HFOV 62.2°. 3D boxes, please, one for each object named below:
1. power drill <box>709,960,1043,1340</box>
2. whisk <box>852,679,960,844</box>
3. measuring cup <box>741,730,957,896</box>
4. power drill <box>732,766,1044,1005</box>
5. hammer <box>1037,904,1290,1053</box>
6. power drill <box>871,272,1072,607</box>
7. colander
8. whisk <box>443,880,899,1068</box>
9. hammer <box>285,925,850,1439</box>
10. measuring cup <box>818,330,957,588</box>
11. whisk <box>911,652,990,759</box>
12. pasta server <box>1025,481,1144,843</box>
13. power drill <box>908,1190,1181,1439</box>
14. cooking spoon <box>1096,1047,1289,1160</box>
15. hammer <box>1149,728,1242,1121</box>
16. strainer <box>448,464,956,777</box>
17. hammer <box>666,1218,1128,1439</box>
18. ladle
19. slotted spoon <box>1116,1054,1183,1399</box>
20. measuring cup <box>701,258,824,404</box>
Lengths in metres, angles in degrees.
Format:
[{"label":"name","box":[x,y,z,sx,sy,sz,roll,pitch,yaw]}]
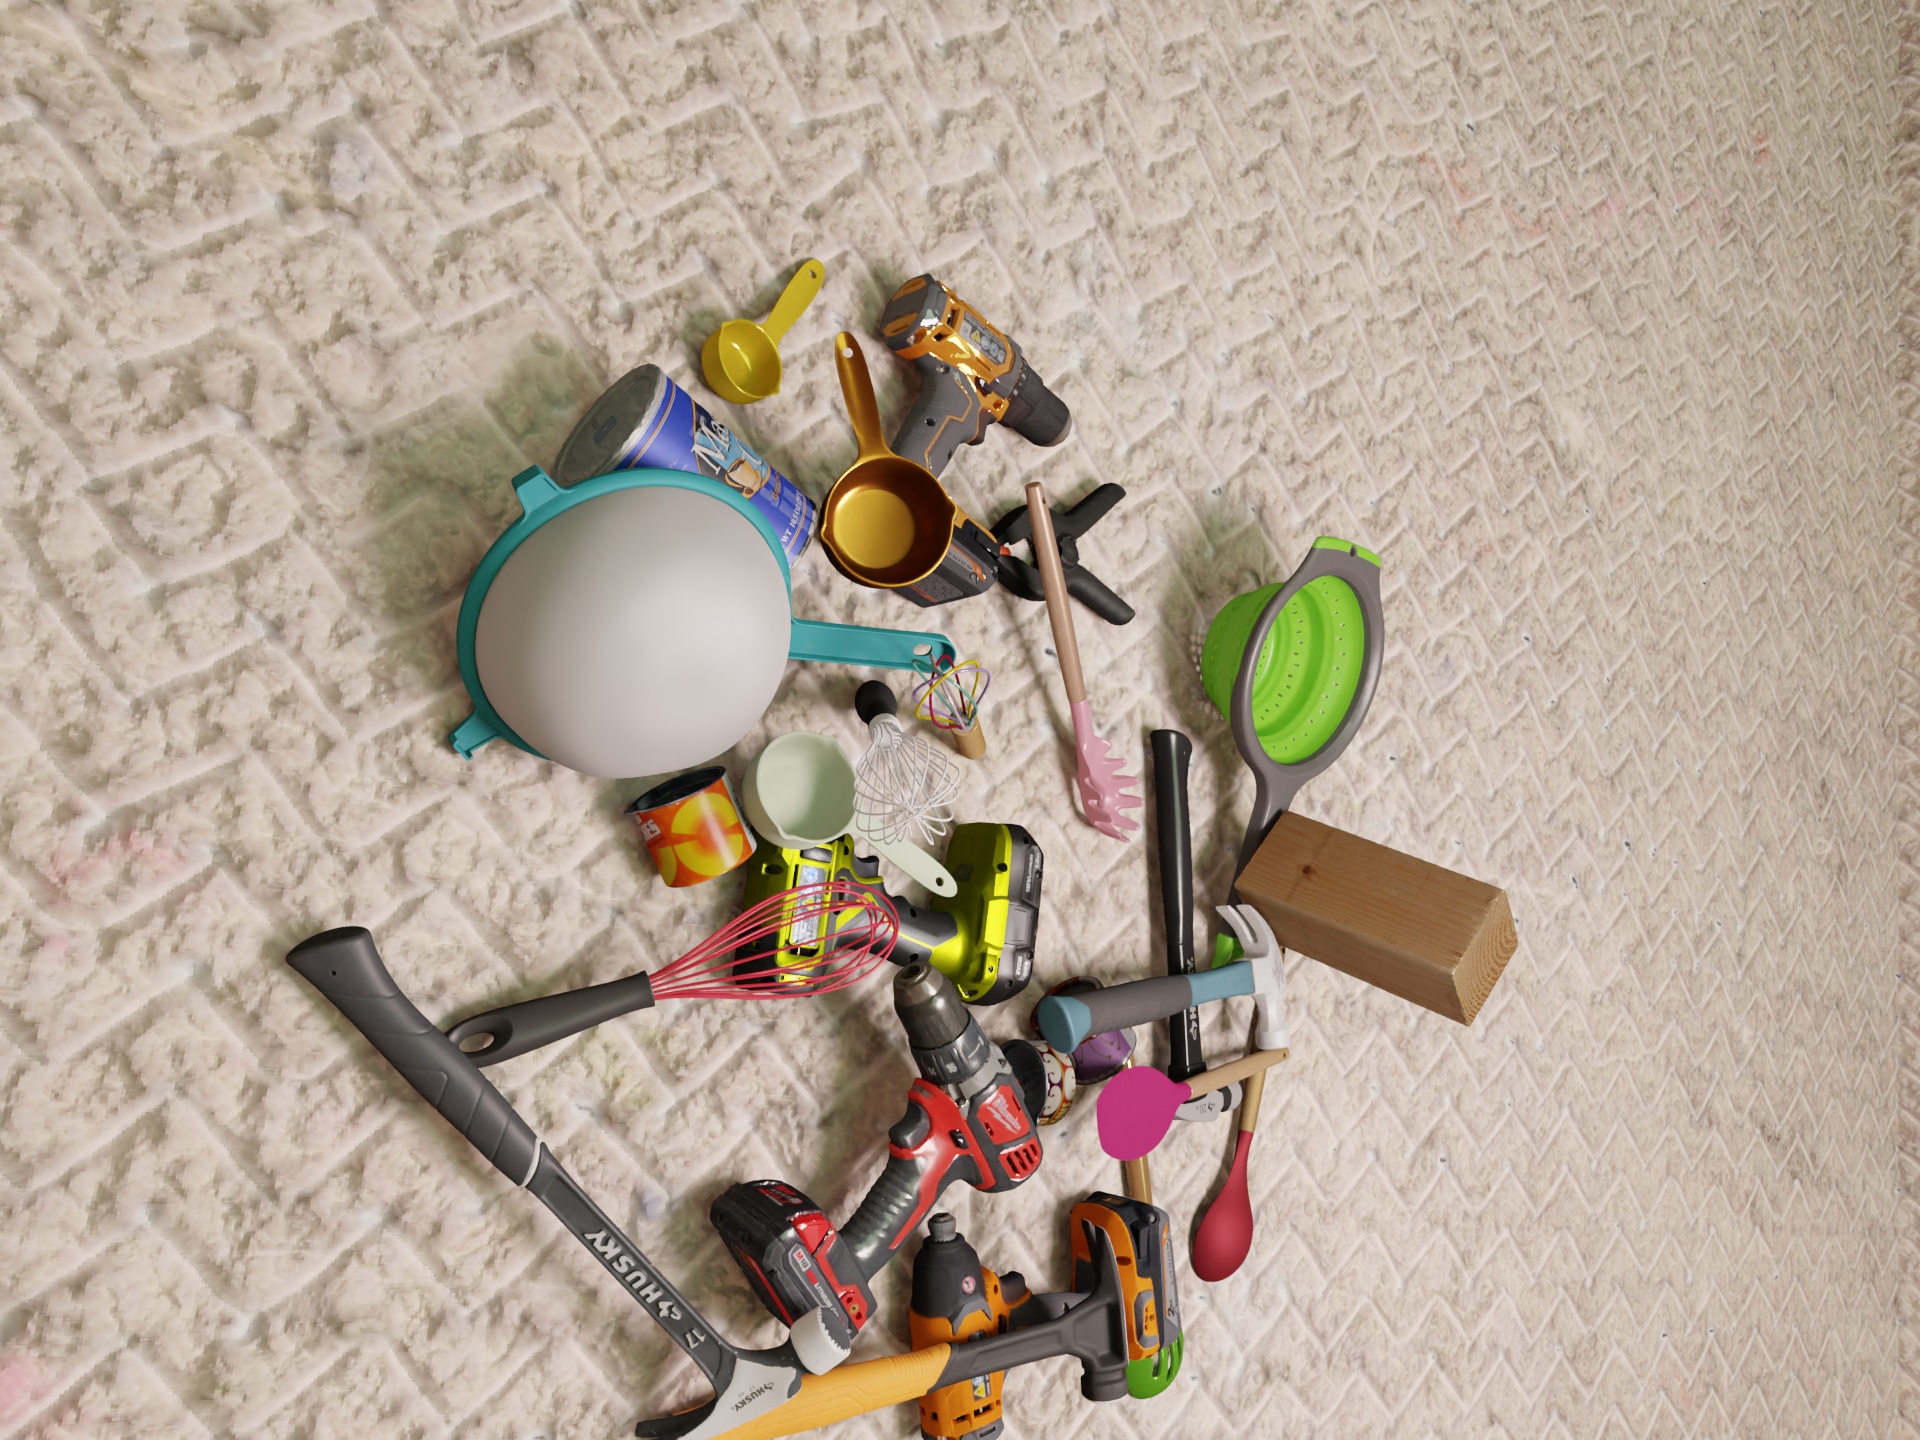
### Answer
[{"label":"power drill","box":[-0.055,0.291,1.079,0.227,0.080,0.187,-37,117,-26]},{"label":"whisk","box":[-0.045,0.016,1.048,0.070,0.285,0.070,-2,106,-7]},{"label":"measuring cup","box":[-0.074,0.074,1.063,0.167,0.038,0.083,37,55,-20]},{"label":"power drill","box":[-0.050,0.118,1.140,0.223,0.080,0.171,15,77,-37]},{"label":"hammer","box":[0.171,0.221,1.277,0.330,0.033,0.128,0,82,-50]},{"label":"power drill","box":[0.002,-0.201,1.215,0.185,0.084,0.226,31,62,-38]},{"label":"colander","box":[0.262,0.026,1.429,0.204,0.095,0.397,9,98,-45]},{"label":"whisk","box":[-0.175,0.162,0.992,0.295,0.073,0.073,-15,96,-20]},{"label":"hammer","box":[-0.246,0.278,0.943,0.149,0.036,0.408,-36,105,5]},{"label":"measuring cup","box":[-0.063,-0.173,1.077,0.095,0.052,0.173,-14,91,-13]},{"label":"whisk","box":[-0.004,-0.003,1.124,0.245,0.051,0.047,68,42,-77]},{"label":"pasta server","box":[0.095,-0.041,1.265,0.060,0.040,0.316,-48,132,-48]},{"label":"power drill","box":[0.058,0.432,1.205,0.226,0.084,0.164,-7,91,-38]},{"label":"cooking spoon","box":[0.197,0.301,1.311,0.318,0.017,0.069,-1,83,-53]},{"label":"hammer","box":[0.184,0.174,1.359,0.146,0.035,0.335,5,81,-52]},{"label":"strainer","box":[-0.131,-0.034,0.986,0.340,0.095,0.211,4,121,-34]},{"label":"hammer","box":[-0.037,0.440,1.086,0.336,0.034,0.127,-6,91,-25]},{"label":"ladle","box":[0.261,0.344,1.429,0.069,0.031,0.316,30,66,-37]},{"label":"slotted spoon","box":[0.150,0.408,1.324,0.070,0.031,0.314,-5,88,-43]},{"label":"measuring cup","box":[-0.138,-0.282,1.138,0.062,0.029,0.157,50,45,-27]}]
